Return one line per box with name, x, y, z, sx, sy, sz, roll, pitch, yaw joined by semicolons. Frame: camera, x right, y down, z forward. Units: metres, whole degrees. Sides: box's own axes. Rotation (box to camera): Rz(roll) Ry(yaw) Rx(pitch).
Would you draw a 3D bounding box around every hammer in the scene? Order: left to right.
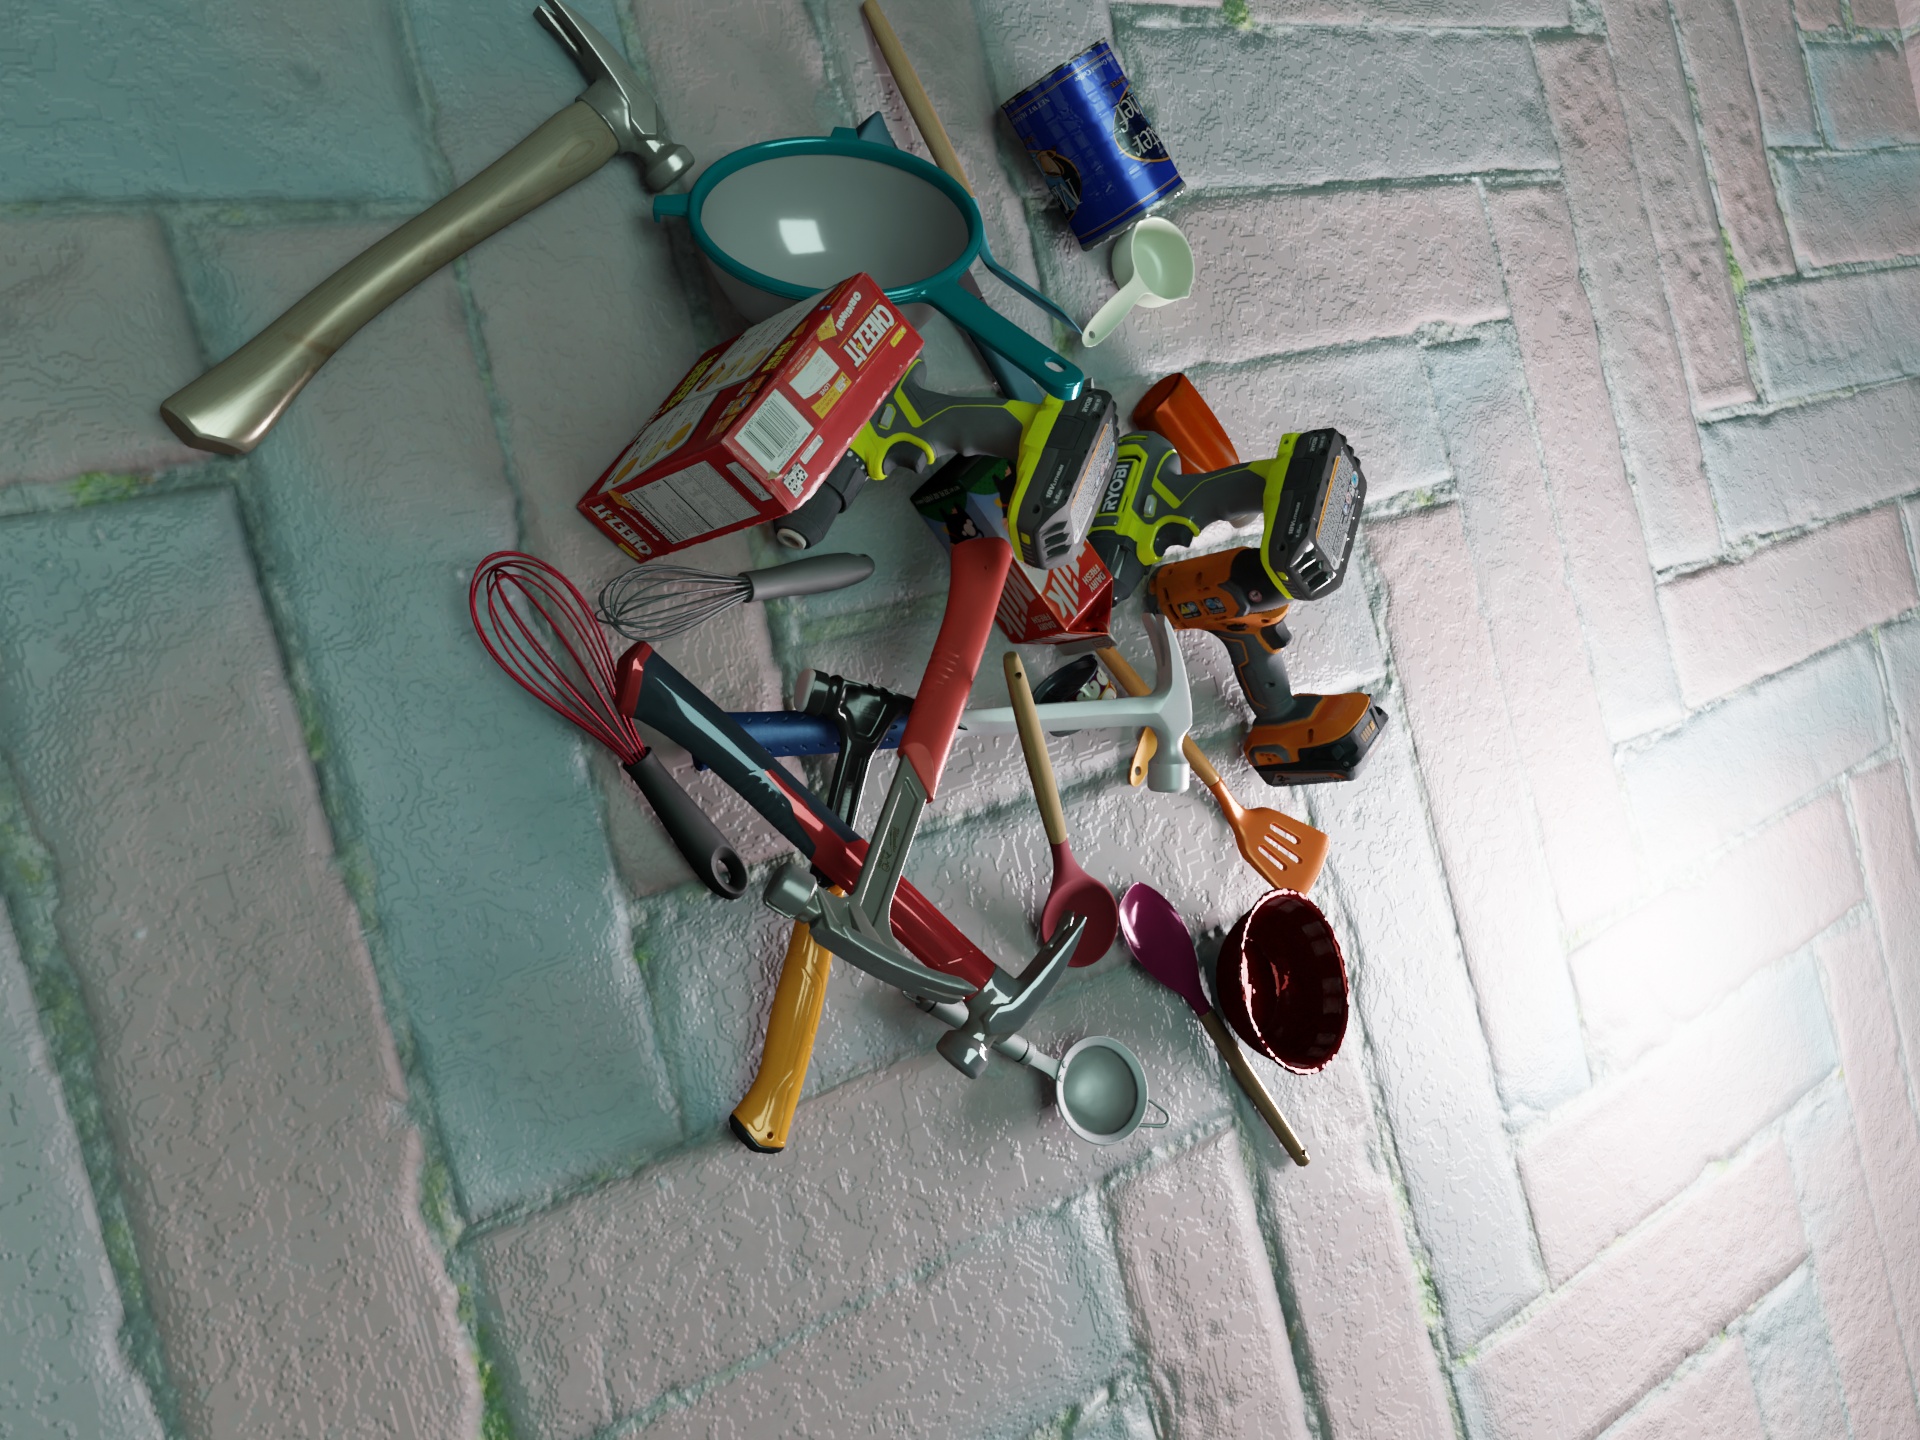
hammer;-0.353;-0.319;1.037;0.146;0.038;0.411;50;60;-18
hammer;-0.094;0.139;1.125;0.127;0.034;0.337;16;87;-25
hammer;-0.077;0.075;1.090;0.386;0.038;0.143;45;74;-19
hammer;-0.013;0.013;1.101;0.149;0.036;0.359;31;52;-16
hammer;-0.002;-0.004;1.198;0.405;0.035;0.144;-4;97;-24
hammer;0.006;-0.338;1.298;0.128;0.033;0.330;-43;108;-31

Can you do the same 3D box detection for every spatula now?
spatula;0.004;-0.442;1.272;0.317;0.044;0.082;64;13;3
spatula;0.214;0.035;1.388;0.322;0.041;0.081;47;61;-26

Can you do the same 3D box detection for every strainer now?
strainer;-0.048;-0.295;1.138;0.341;0.095;0.211;40;55;23
strainer;0.056;0.264;1.254;0.258;0.050;0.087;33;60;-22

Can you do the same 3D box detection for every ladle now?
ladle;0.069;0.073;1.220;0.069;0.031;0.315;-28;130;-14

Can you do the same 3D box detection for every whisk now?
whisk;-0.229;0.010;1.074;0.073;0.073;0.295;-47;117;-30
whisk;-0.156;-0.095;1.147;0.239;0.055;0.055;-15;93;-41

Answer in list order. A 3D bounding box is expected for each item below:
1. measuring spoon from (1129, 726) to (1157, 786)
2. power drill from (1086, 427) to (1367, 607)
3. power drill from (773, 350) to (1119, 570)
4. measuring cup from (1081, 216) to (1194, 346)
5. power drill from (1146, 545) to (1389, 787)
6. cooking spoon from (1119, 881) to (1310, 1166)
measuring spoon;0.166;0.004;1.386;0.021;0.011;0.117;32;70;-32
power drill;0.204;-0.159;1.300;0.080;0.223;0.171;41;60;-45
power drill;-0.015;-0.190;1.170;0.080;0.228;0.191;71;38;-61
measuring cup;0.143;-0.376;1.399;0.083;0.038;0.168;50;61;-20
power drill;0.278;-0.052;1.378;0.084;0.164;0.226;-48;113;-32
cooking spoon;0.224;0.272;1.386;0.318;0.017;0.069;56;48;-16
